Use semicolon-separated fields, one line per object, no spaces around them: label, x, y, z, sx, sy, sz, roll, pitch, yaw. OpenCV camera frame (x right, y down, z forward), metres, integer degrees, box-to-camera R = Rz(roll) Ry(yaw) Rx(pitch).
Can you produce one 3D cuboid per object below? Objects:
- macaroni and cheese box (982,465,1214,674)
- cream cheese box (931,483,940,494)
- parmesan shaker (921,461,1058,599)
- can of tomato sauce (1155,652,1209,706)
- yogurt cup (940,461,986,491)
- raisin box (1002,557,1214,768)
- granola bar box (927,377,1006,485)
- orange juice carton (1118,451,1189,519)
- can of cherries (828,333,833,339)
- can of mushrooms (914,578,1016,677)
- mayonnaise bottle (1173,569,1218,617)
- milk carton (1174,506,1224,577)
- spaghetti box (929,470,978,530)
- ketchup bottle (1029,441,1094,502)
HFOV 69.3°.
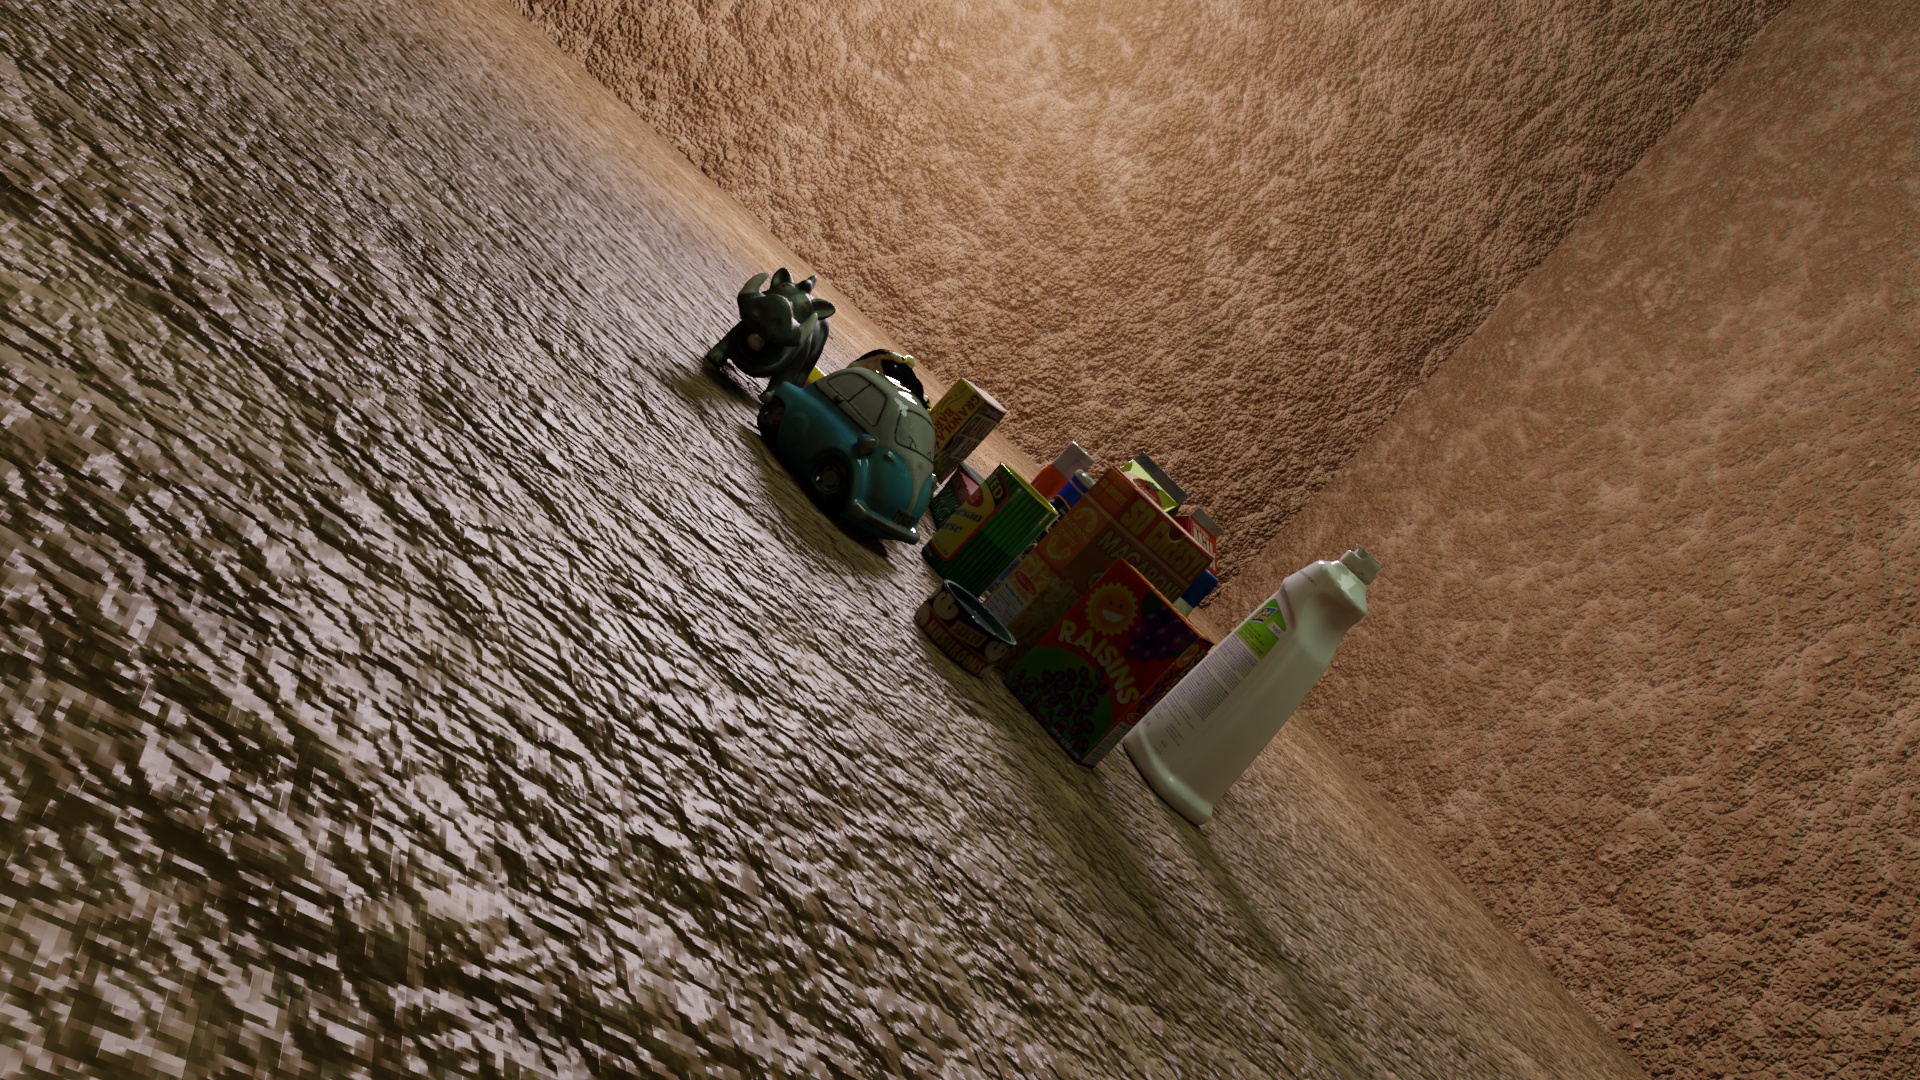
macaroni and cheese box;0.098;0.040;1.042;0.123;0.166;0.040;36;9;-44
cream cheese box;-0.073;-0.062;1.169;0.104;0.053;0.024;43;7;2
parmesan shaker;0.025;-0.006;1.173;0.071;0.103;0.071;42;7;-6
can of tomato sauce;0.226;0.146;1.456;0.071;0.083;0.071;42;7;-6
yogurt cup;0.009;-0.044;1.507;0.072;0.054;0.072;42;7;-6
raisin box;0.104;0.086;0.978;0.086;0.123;0.040;46;7;28
granola bar box;-0.014;-0.109;1.477;0.039;0.124;0.165;44;7;6
orange juice carton;0.149;-0.001;1.454;0.072;0.192;0.073;46;7;21
can of cherries;-0.180;-0.218;1.476;0.071;0.058;0.071;42;7;-6
can of mushrooms;0.003;0.060;0.947;0.071;0.033;0.071;42;7;-6
mayonnaise bottle;0.199;0.083;1.414;0.041;0.148;0.065;44;7;5
milk carton;0.214;0.044;1.553;0.072;0.190;0.074;35;10;-49
spaghetti box;0.005;-0.017;1.339;0.028;0.050;0.251;41;7;-15
ketchup bottle;0.094;-0.049;1.613;0.043;0.148;0.065;44;7;6
